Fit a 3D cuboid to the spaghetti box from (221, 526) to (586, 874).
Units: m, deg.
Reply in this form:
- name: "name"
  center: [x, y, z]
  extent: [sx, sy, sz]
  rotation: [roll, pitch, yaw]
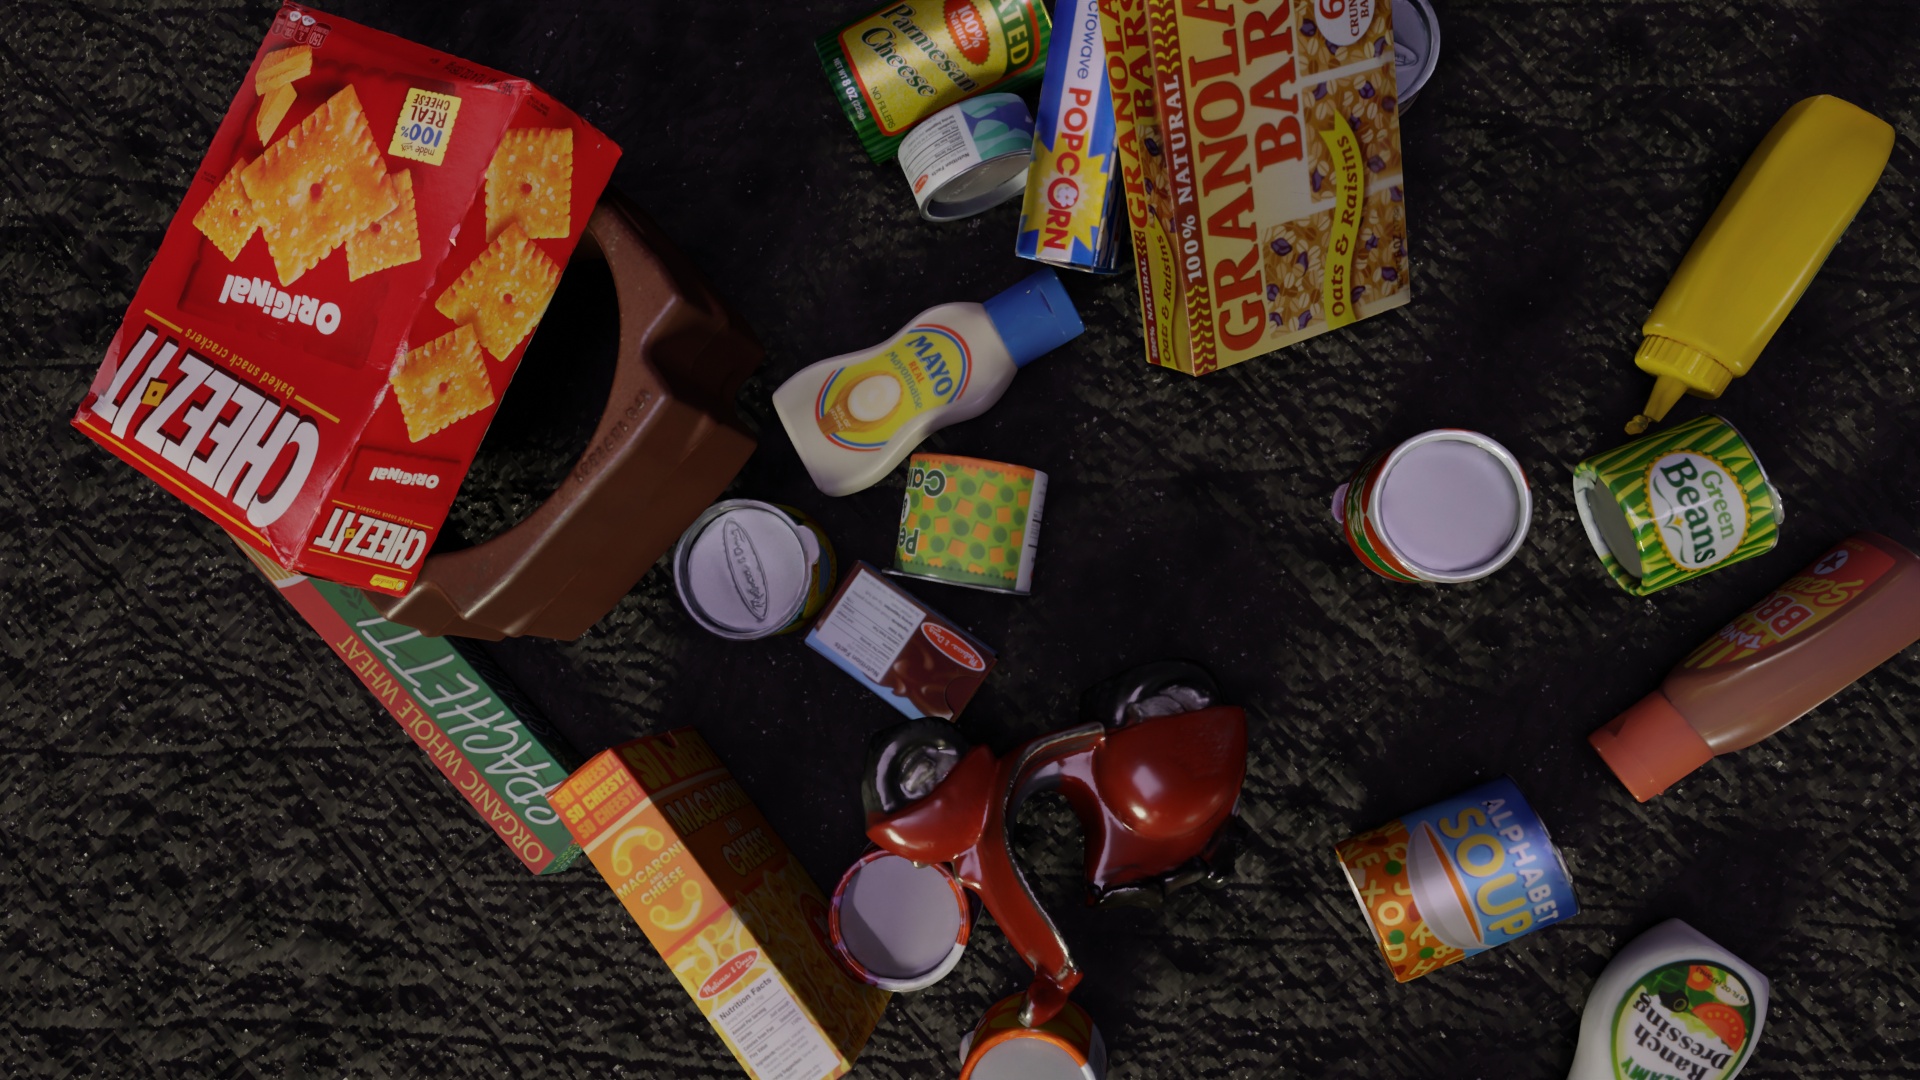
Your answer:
- name: "spaghetti box"
  center: [-0.272, 0.062, 0.703]
  extent: [0.050, 0.028, 0.250]
  rotation: [-45, 83, 5]

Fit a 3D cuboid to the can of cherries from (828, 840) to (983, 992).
- name: "can of cherries"
  center: [-0.026, 0.169, 0.652]
  extent: [0.071, 0.058, 0.071]
  rotation: [0, 89, 7]

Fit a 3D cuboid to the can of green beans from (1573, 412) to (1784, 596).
- name: "can of green beans"
  center: [0.312, -0.015, 0.610]
  extent: [0.058, 0.071, 0.071]
  rotation: [-21, 86, 7]

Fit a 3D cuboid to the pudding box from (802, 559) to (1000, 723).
- name: "pudding box"
  center: [-0.028, 0.052, 0.671]
  extent: [0.084, 0.030, 0.049]
  rotation: [35, 92, 7]

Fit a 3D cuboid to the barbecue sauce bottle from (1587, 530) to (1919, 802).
- name: "barbecue sauce bottle"
  center: [0.349, 0.058, 0.608]
  extent: [0.148, 0.065, 0.043]
  rotation: [-40, 92, 13]

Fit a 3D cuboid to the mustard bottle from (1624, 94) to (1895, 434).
- name: "mustard bottle"
  center: [0.343, -0.114, 0.614]
  extent: [0.049, 0.065, 0.160]
  rotation: [32, 98, 13]

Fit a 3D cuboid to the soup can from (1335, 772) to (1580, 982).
- name: "soup can"
  center: [0.218, 0.150, 0.614]
  extent: [0.084, 0.071, 0.071]
  rotation: [-25, 85, 6]

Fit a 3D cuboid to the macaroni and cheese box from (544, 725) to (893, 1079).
- name: "macaroni and cheese box"
  center: [-0.102, 0.163, 0.629]
  extent: [0.040, 0.123, 0.166]
  rotation: [-39, 84, 2]

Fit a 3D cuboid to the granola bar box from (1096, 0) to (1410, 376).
- name: "granola bar box"
  center: [0.129, -0.168, 0.597]
  extent: [0.124, 0.039, 0.165]
  rotation: [-21, 114, -21]

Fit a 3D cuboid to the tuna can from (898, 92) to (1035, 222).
- name: "tuna can"
  center: [0.008, -0.181, 0.658]
  extent: [0.071, 0.071, 0.033]
  rotation: [-22, 85, 6]

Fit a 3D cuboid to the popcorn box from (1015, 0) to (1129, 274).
- name: "popcorn box"
  center: [0.060, -0.186, 0.628]
  extent: [0.038, 0.085, 0.126]
  rotation: [11, 102, 11]

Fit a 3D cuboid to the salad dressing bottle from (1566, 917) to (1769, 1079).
- name: "salad dressing bottle"
  center: [0.295, 0.240, 0.615]
  extent: [0.064, 0.044, 0.147]
  rotation: [33, 93, 9]

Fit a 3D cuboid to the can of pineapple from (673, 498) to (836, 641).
- name: "can of pineapple"
  center: [-0.095, 0.014, 0.666]
  extent: [0.071, 0.058, 0.071]
  rotation: [0, 89, 7]

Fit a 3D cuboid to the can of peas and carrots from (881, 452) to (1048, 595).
- name: "can of peas and carrots"
  center: [0.002, -0.008, 0.650]
  extent: [0.071, 0.071, 0.058]
  rotation: [9, 89, 8]

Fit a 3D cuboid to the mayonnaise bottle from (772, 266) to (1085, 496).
- name: "mayonnaise bottle"
  center: [-0.013, -0.080, 0.667]
  extent: [0.148, 0.041, 0.065]
  rotation: [-29, 83, 6]

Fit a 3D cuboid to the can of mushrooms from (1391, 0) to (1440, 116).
- name: "can of mushrooms"
  center: [0.187, -0.225, 0.651]
  extent: [0.071, 0.033, 0.071]
  rotation: [0, 88, 7]

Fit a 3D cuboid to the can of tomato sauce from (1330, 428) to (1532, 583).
- name: "can of tomato sauce"
  center: [0.207, -0.015, 0.616]
  extent: [0.071, 0.083, 0.071]
  rotation: [0, 88, 7]

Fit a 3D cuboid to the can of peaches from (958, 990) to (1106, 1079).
- name: "can of peaches"
  center: [0.031, 0.249, 0.642]
  extent: [0.071, 0.058, 0.071]
  rotation: [0, 89, 7]

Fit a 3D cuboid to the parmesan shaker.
- name: "parmesan shaker"
  center: [-0.009, -0.228, 0.660]
  extent: [0.103, 0.071, 0.071]
  rotation: [-26, 85, 6]
